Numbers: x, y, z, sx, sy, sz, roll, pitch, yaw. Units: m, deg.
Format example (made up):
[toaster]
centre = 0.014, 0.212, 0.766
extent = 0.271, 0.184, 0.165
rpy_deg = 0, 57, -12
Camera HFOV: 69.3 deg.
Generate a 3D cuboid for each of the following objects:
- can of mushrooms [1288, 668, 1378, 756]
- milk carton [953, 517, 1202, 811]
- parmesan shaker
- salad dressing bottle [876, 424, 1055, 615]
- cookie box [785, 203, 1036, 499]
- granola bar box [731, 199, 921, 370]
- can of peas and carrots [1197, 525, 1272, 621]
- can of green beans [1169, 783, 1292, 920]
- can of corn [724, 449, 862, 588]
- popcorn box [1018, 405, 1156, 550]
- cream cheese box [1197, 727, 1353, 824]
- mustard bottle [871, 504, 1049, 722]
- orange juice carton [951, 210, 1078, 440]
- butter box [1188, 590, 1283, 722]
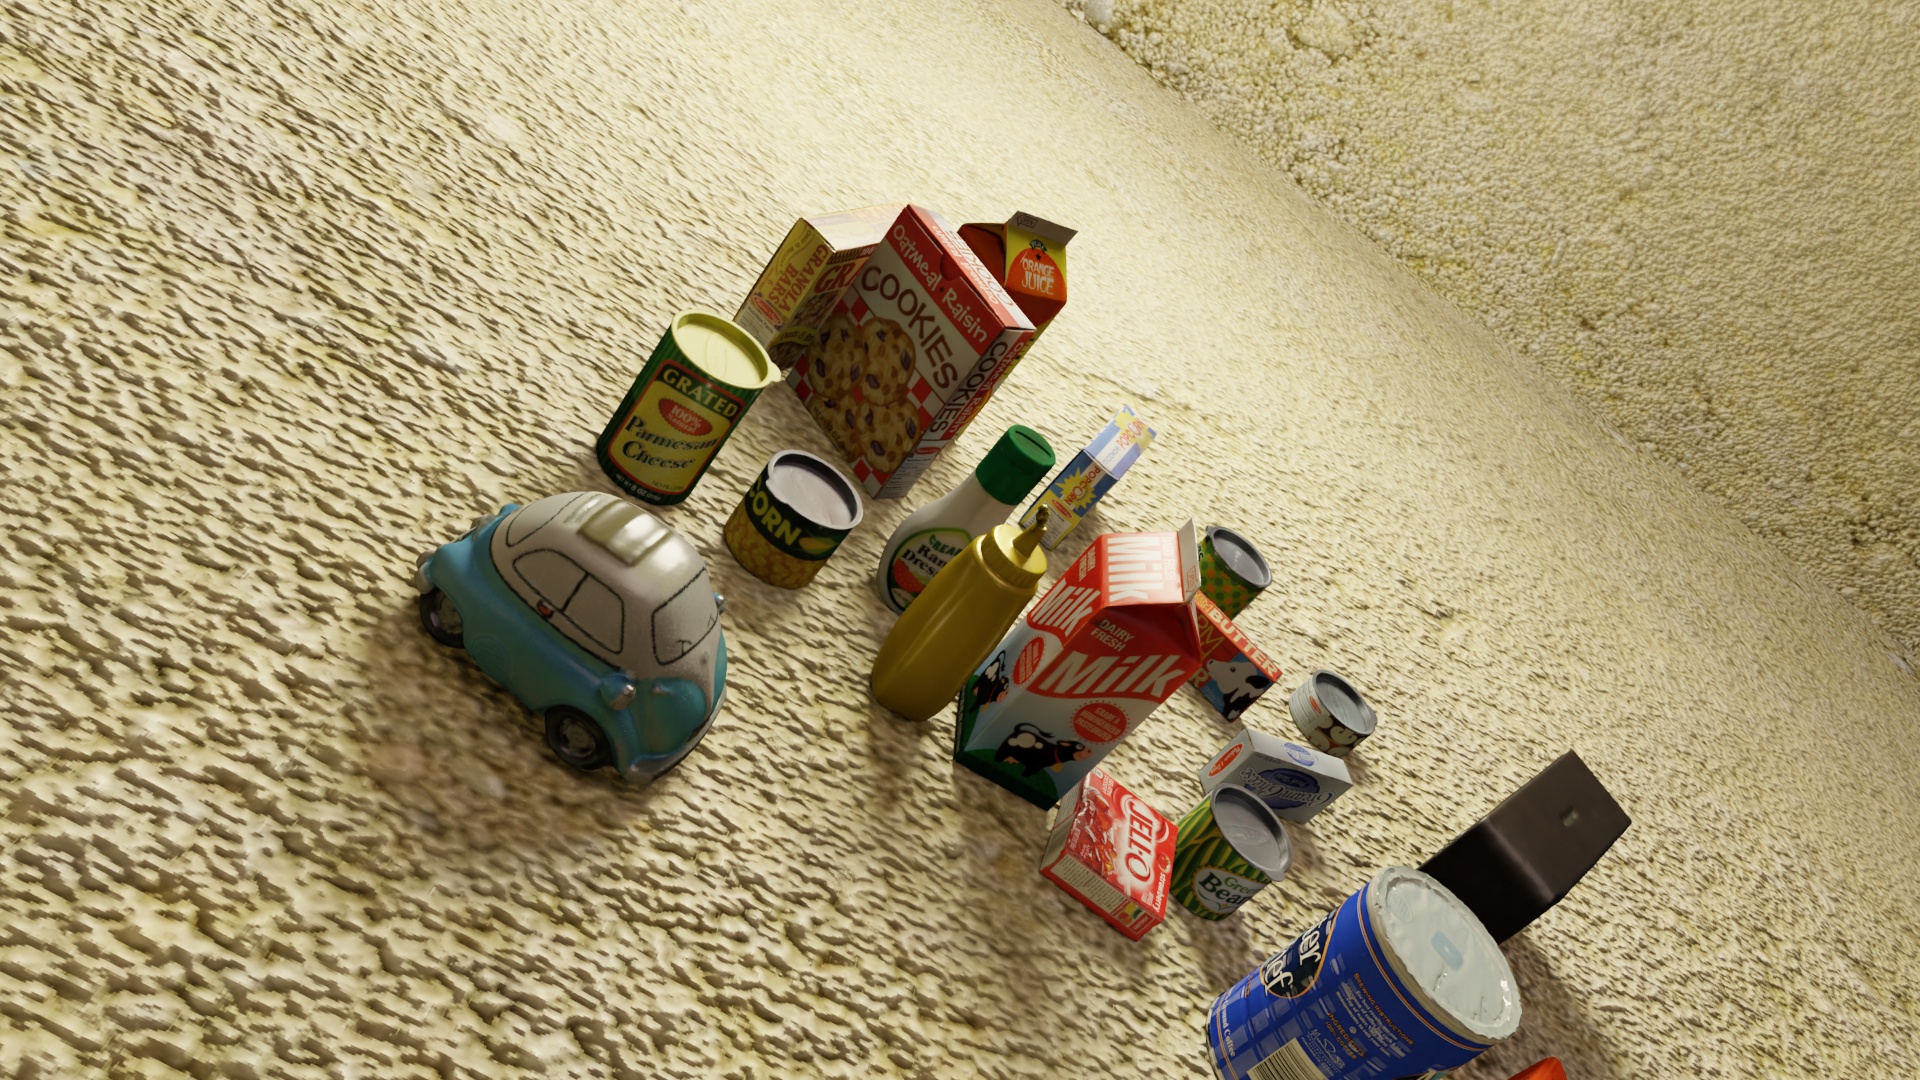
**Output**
[can of mushrooms]
centre = 0.303, 0.141, 1.129
extent = 0.071, 0.033, 0.071
rpy_deg = 28, 32, -19
[milk carton]
centre = 0.079, 0.068, 0.821
extent = 0.073, 0.189, 0.073
rpy_deg = 31, 31, -16
[parmesan shaker]
centre = -0.164, -0.077, 0.830
extent = 0.071, 0.102, 0.072
rpy_deg = 28, 32, -20
[salad dressing bottle]
centre = 0.003, -0.011, 0.884
extent = 0.064, 0.147, 0.044
rpy_deg = 35, 30, -10
[cookie box]
centre = -0.039, -0.130, 0.975
extent = 0.040, 0.166, 0.123
rpy_deg = -6, 53, -52
[granola bar box]
centre = -0.095, -0.190, 1.036
extent = 0.039, 0.123, 0.166
rpy_deg = 45, 30, 8
[can of peas and carrots]
centre = 0.213, 0.030, 1.151
extent = 0.071, 0.058, 0.071
rpy_deg = 28, 32, -20
[can of green beans]
centre = 0.166, 0.197, 0.878
extent = 0.071, 0.057, 0.071
rpy_deg = 28, 32, -20
[can of corn]
centre = -0.105, -0.013, 0.854
extent = 0.071, 0.058, 0.071
rpy_deg = 28, 32, -20
[popcorn box]
centre = 0.103, -0.051, 1.111
extent = 0.038, 0.085, 0.127
rpy_deg = 42, 30, 3
[cream cheese box]
centre = 0.224, 0.168, 0.985
extent = 0.104, 0.053, 0.024
rpy_deg = 21, 35, -30
[mustard bottle]
centre = 0.007, 0.038, 0.810
extent = 0.049, 0.159, 0.065
rpy_deg = 30, 31, -17
[orange juice carton]
centre = 0.011, -0.170, 1.059
extent = 0.072, 0.191, 0.073
rpy_deg = 5, 45, -45
[butter box]
centre = 0.190, 0.084, 1.060
extent = 0.103, 0.053, 0.024
rpy_deg = 46, 30, 10
